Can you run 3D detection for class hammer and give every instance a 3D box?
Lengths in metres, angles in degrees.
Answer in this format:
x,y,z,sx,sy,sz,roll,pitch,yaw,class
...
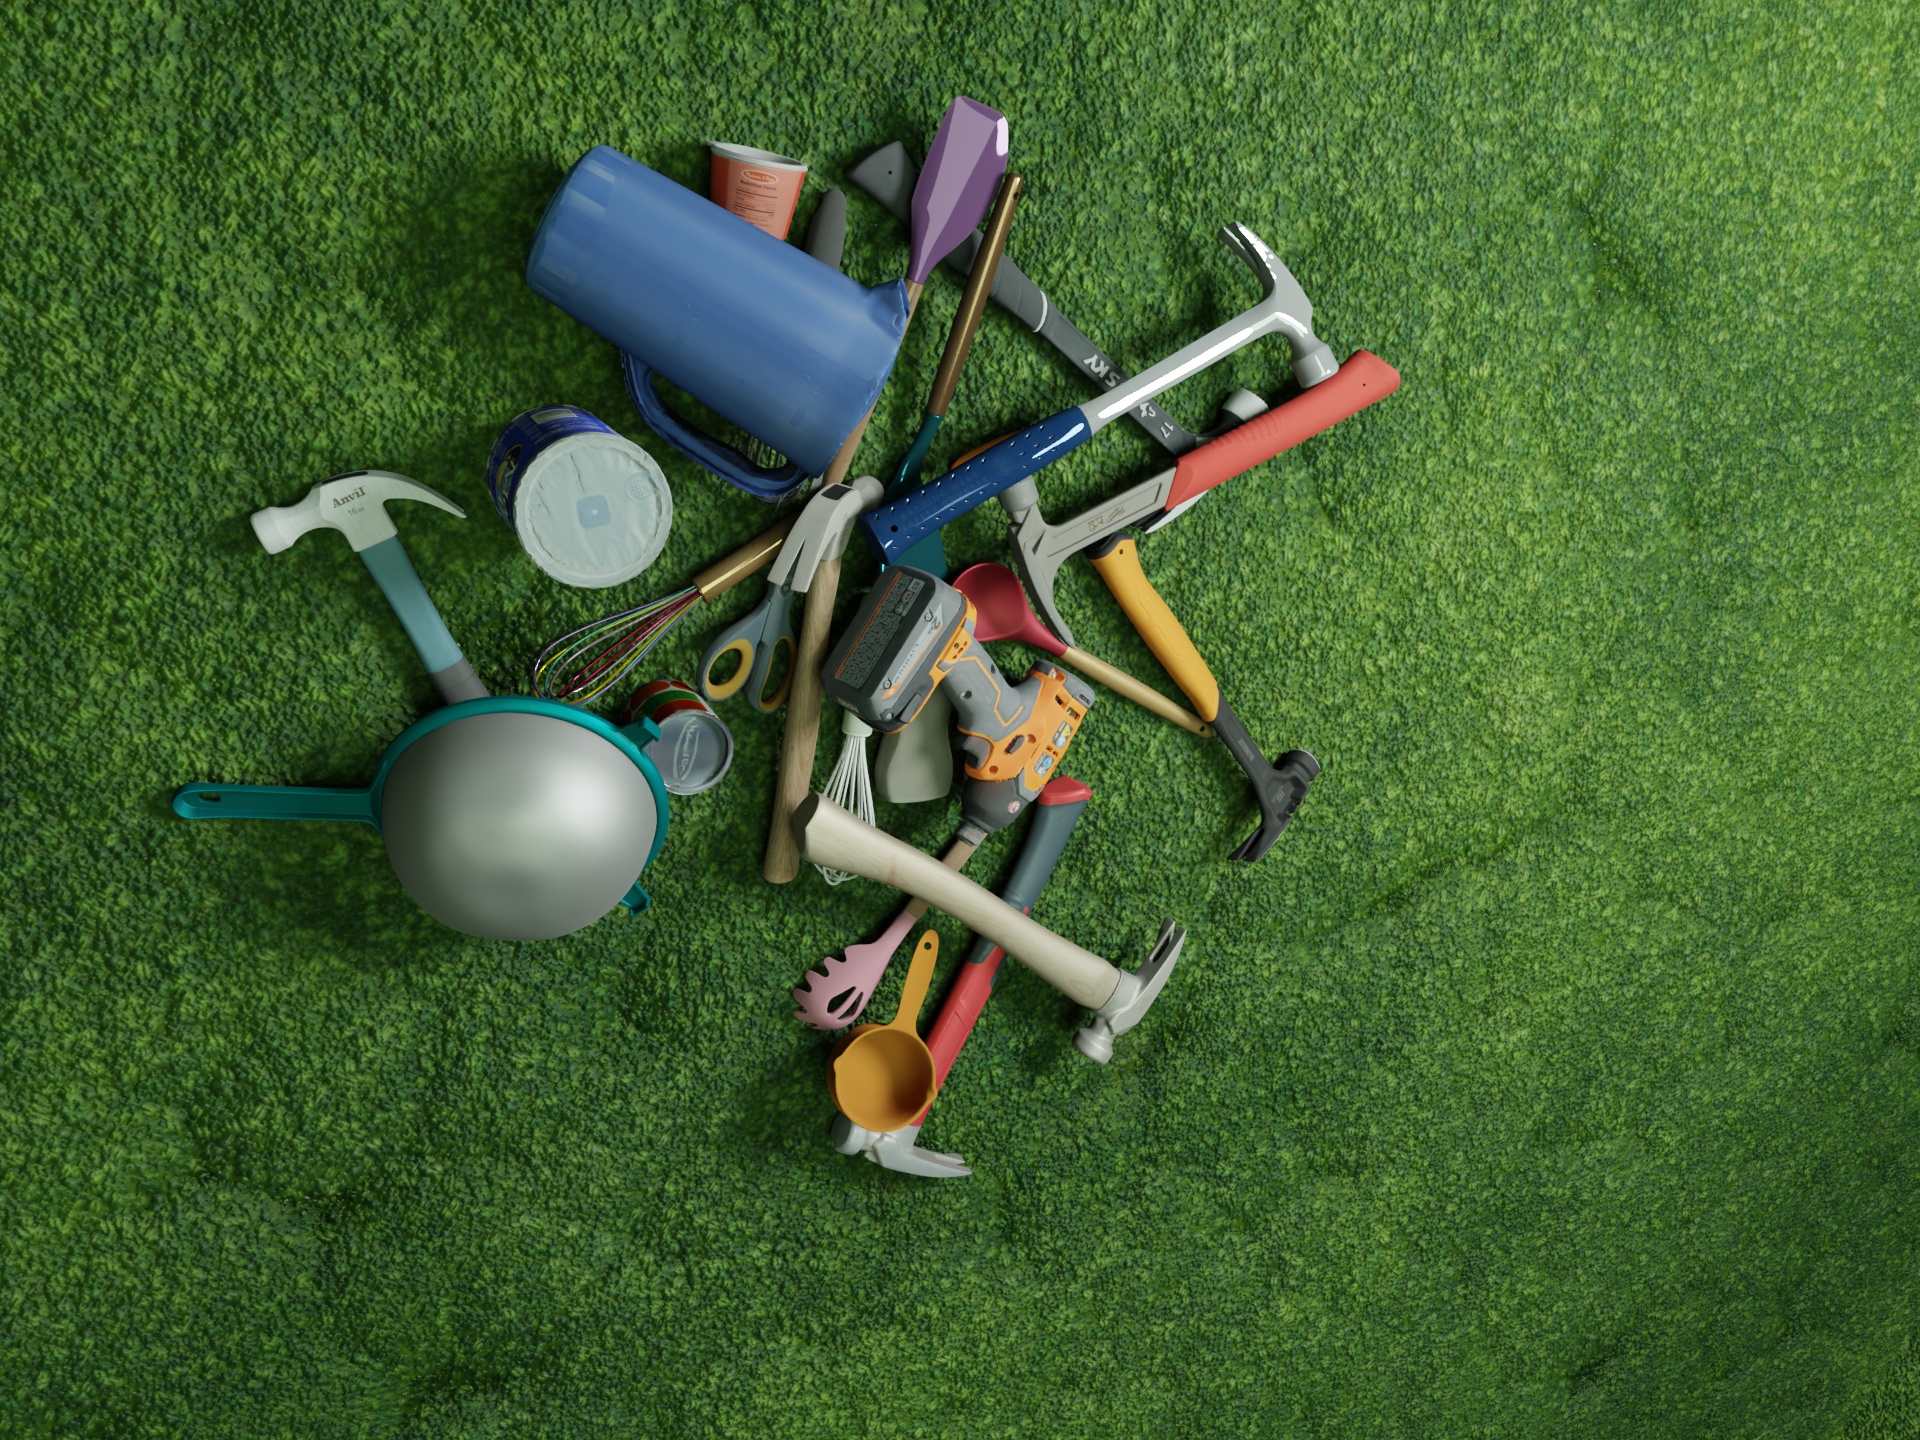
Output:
x,y,z,sx,sy,sz,roll,pitch,yaw,class
0.027,0.157,1.345,0.410,0.038,0.146,34,90,-34,hammer
0.071,-0.305,1.251,0.408,0.036,0.149,35,93,-29,hammer
0.100,-0.241,1.224,0.405,0.035,0.144,-31,99,-13,hammer
-0.121,-0.021,1.240,0.031,0.130,0.331,18,113,15,hammer
0.204,-0.026,1.395,0.127,0.034,0.336,-51,119,-25,hammer
0.206,-0.200,1.302,0.359,0.037,0.149,-28,113,-11,hammer
-0.368,-0.029,1.153,0.128,0.033,0.330,-28,117,-12,hammer
0.029,0.231,1.420,0.143,0.038,0.386,23,98,-30,hammer

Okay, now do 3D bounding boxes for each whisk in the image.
x,y,z,sx,sy,sz,roll,pitch,yaw,class
-0.085,0.016,1.292,0.059,0.058,0.246,-17,119,-65,whisk
-0.213,-0.083,1.198,0.245,0.047,0.051,-35,117,-13,whisk
-0.117,-0.271,1.175,0.055,0.055,0.239,9,99,-27,whisk

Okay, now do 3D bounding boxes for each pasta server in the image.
x,y,z,sx,sy,sz,roll,pitch,yaw,class
-0.029,0.143,1.372,0.060,0.040,0.316,41,85,-30,pasta server

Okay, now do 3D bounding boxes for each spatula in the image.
x,y,z,sx,sy,sz,roll,pitch,yaw,class
-0.002,-0.254,1.208,0.082,0.044,0.317,-9,126,-50,spatula
-0.043,-0.302,1.184,0.059,0.018,0.316,18,109,-22,spatula

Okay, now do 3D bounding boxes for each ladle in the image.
x,y,z,sx,sy,sz,roll,pitch,yaw,class
0.107,-0.051,1.362,0.315,0.031,0.069,28,100,-31,ladle

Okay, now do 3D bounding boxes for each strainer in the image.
x,y,z,sx,sy,sz,roll,pitch,yaw,class
-0.378,0.087,1.117,0.340,0.095,0.210,3,130,-12,strainer

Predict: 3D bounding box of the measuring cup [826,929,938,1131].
x,y,z,sx,sy,sz,roll,pitch,yaw,class
-0.057,0.261,1.357,0.095,0.052,0.174,22,79,-17,measuring cup

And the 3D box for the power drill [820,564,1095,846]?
x,y,z,sx,sy,sz,roll,pitch,yaw,class
-0.002,-0.004,1.253,0.226,0.084,0.164,36,83,-43,power drill

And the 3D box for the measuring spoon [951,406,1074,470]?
x,y,z,sx,sy,sz,roll,pitch,yaw,class
0.047,-0.219,1.261,0.117,0.011,0.021,-22,123,6,measuring spoon

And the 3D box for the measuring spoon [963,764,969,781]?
x,y,z,sx,sy,sz,roll,pitch,yaw,class
0.015,0.003,1.344,0.034,0.018,0.124,-16,113,-18,measuring spoon
